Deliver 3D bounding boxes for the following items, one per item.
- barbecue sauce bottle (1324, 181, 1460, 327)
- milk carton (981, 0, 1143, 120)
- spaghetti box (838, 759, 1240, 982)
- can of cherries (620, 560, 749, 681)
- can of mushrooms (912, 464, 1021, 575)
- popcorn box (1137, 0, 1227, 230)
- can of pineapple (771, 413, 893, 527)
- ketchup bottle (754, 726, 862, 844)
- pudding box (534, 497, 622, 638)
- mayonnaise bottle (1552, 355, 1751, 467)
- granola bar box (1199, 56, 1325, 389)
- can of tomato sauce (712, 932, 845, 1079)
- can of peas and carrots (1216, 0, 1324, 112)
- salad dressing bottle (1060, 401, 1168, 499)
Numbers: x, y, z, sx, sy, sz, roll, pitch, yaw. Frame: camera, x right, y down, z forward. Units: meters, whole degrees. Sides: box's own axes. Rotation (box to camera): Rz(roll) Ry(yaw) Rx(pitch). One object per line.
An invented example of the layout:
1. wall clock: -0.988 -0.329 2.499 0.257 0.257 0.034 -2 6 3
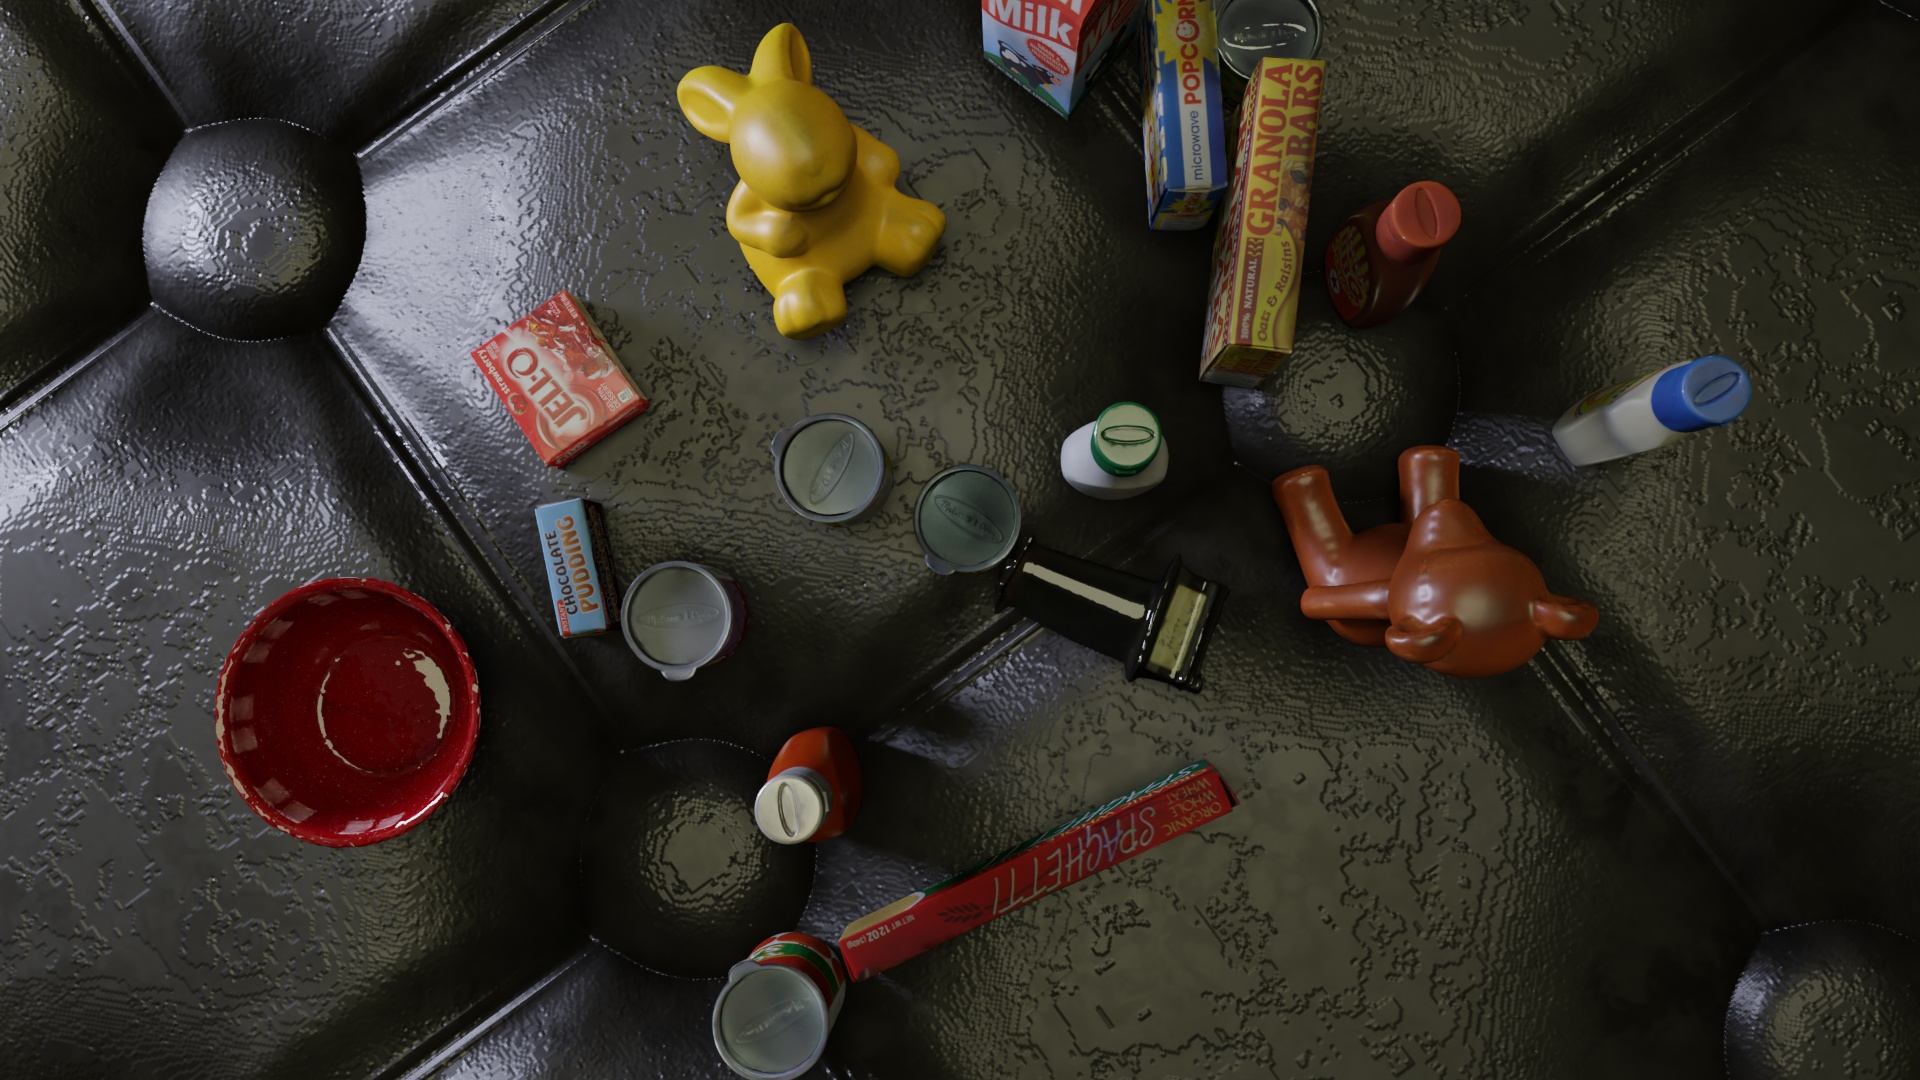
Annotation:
1. barbecue sauce bottle: 0.249 -0.168 0.804 0.044 0.148 0.065 -13 86 1
2. milk carton: 0.061 -0.322 0.800 0.072 0.190 0.073 38 89 4
3. spaghetti box: 0.046 0.197 0.836 0.250 0.050 0.028 -25 86 0
4. can of cherries: -0.167 0.049 0.849 0.071 0.058 0.071 0 86 2
5. can of mushrooms: 0.003 -0.011 0.860 0.071 0.033 0.071 0 86 2
6. popcorn box: 0.134 -0.261 0.846 0.038 0.085 0.126 -3 86 2
7. can of pineapple: -0.077 -0.043 0.852 0.071 0.058 0.071 0 86 2
8. ketchup bottle: -0.086 0.143 0.794 0.043 0.149 0.064 -10 86 2
9. pudding box: -0.234 0.017 0.858 0.030 0.049 0.083 -12 86 1
10. mayonnaise bottle: 0.396 -0.075 0.793 0.065 0.148 0.041 -33 86 0
11. granola bar box: 0.175 -0.182 0.820 0.039 0.124 0.165 7 87 3
12. can of tomato sauce: -0.106 0.271 0.819 0.071 0.083 0.071 0 87 2
13. can of peas and carrots: 0.186 -0.302 0.860 0.071 0.058 0.071 0 86 2
14. salad dressing bottle: 0.091 -0.051 0.802 0.064 0.147 0.044 1 87 2
